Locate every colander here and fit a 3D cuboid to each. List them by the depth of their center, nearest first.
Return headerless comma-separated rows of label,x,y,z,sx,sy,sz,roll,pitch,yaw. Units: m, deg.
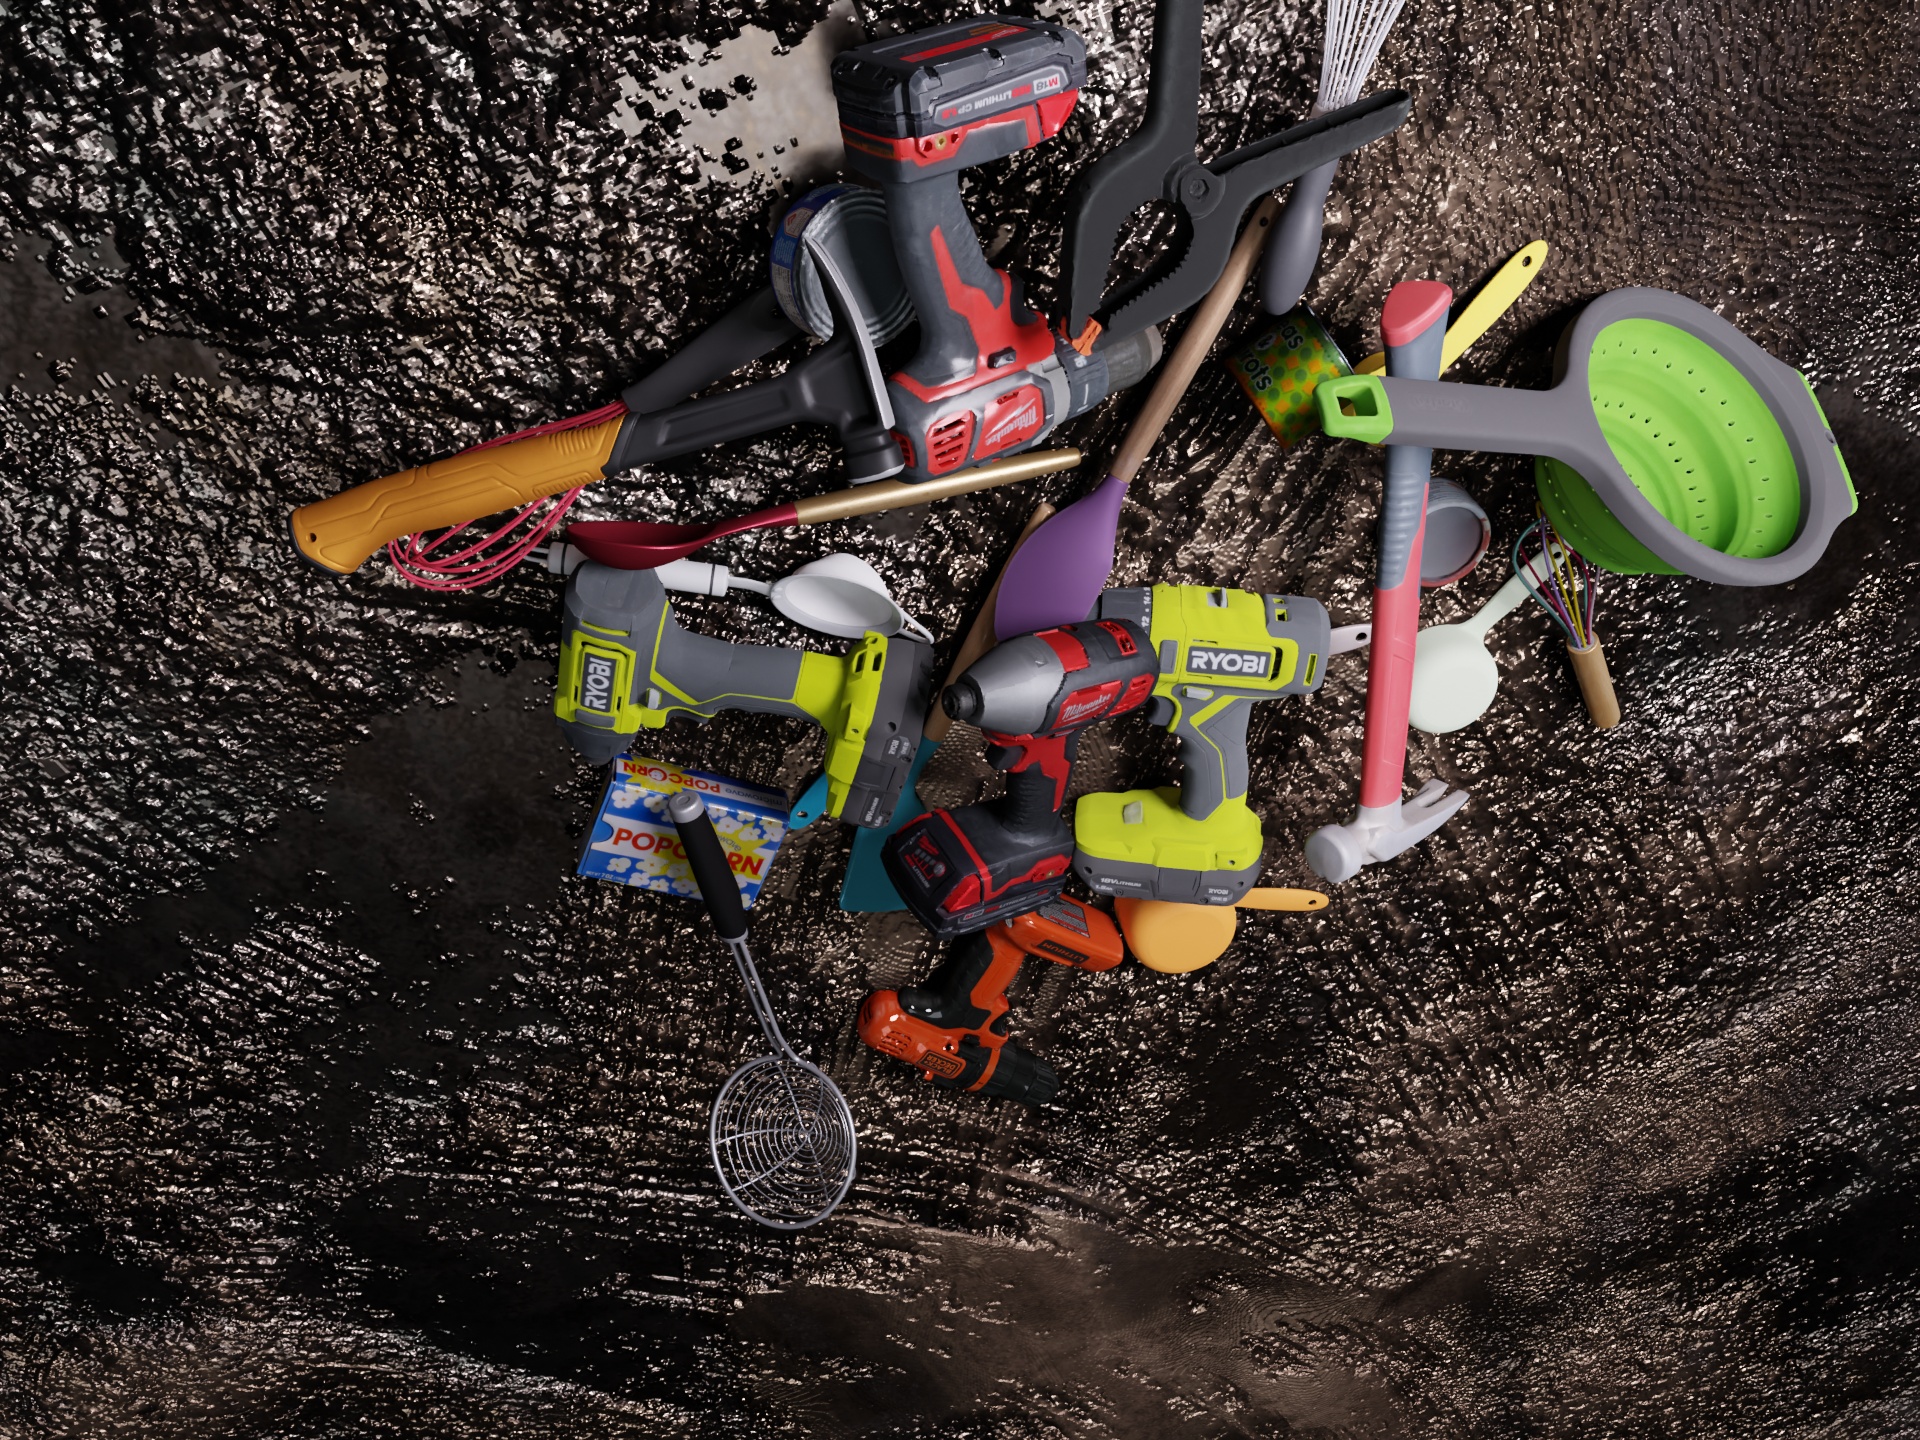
colander,0.354,-0.156,0.950,0.397,0.205,0.094,-1,158,-26

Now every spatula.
spatula,0.107,-0.172,0.969,0.060,0.018,0.315,31,111,3
spatula,-0.002,-0.003,1.072,0.082,0.044,0.317,2,126,-39

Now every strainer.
strainer,-0.142,-0.088,0.986,0.258,0.050,0.087,7,159,-9

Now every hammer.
hammer,-0.206,-0.149,0.849,0.337,0.034,0.127,-15,105,8
hammer,0.288,-0.085,1.013,0.143,0.038,0.386,-23,124,-33

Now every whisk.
whisk,0.207,-0.351,0.846,0.070,0.070,0.284,2,126,-13
whisk,-0.203,-0.167,0.909,0.296,0.073,0.073,-32,125,6
whisk,0.424,-0.064,1.094,0.051,0.047,0.244,-45,135,-5

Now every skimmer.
skimmer,-0.158,0.213,1.122,0.127,0.090,0.362,6,130,25

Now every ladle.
ladle,-0.075,-0.130,0.949,0.315,0.069,0.031,-13,113,-15

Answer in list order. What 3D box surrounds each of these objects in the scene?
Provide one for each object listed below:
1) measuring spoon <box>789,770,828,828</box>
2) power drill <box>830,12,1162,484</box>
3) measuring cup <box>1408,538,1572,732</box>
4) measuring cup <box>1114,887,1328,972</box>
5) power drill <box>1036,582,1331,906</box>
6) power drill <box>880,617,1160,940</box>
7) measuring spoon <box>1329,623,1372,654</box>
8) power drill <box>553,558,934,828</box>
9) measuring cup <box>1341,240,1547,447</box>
measuring spoon,-0.085,0.031,1.101,0.042,0.021,0.128,25,127,-25
power drill,0.027,-0.254,0.859,0.188,0.080,0.226,-26,129,-24
measuring cup,0.369,-0.057,1.107,0.083,0.038,0.167,28,117,-27
measuring cup,0.207,0.152,1.217,0.173,0.052,0.095,2,125,-10
power drill,0.137,0.011,1.083,0.190,0.080,0.228,5,124,2
power drill,0.030,0.034,1.002,0.143,0.079,0.219,-13,141,-34
measuring spoon,0.232,-0.044,1.102,0.124,0.018,0.034,-15,127,3
power drill,-0.140,-0.009,0.999,0.223,0.080,0.171,14,140,-7
measuring cup,0.297,-0.236,0.979,0.156,0.029,0.062,-47,122,8
